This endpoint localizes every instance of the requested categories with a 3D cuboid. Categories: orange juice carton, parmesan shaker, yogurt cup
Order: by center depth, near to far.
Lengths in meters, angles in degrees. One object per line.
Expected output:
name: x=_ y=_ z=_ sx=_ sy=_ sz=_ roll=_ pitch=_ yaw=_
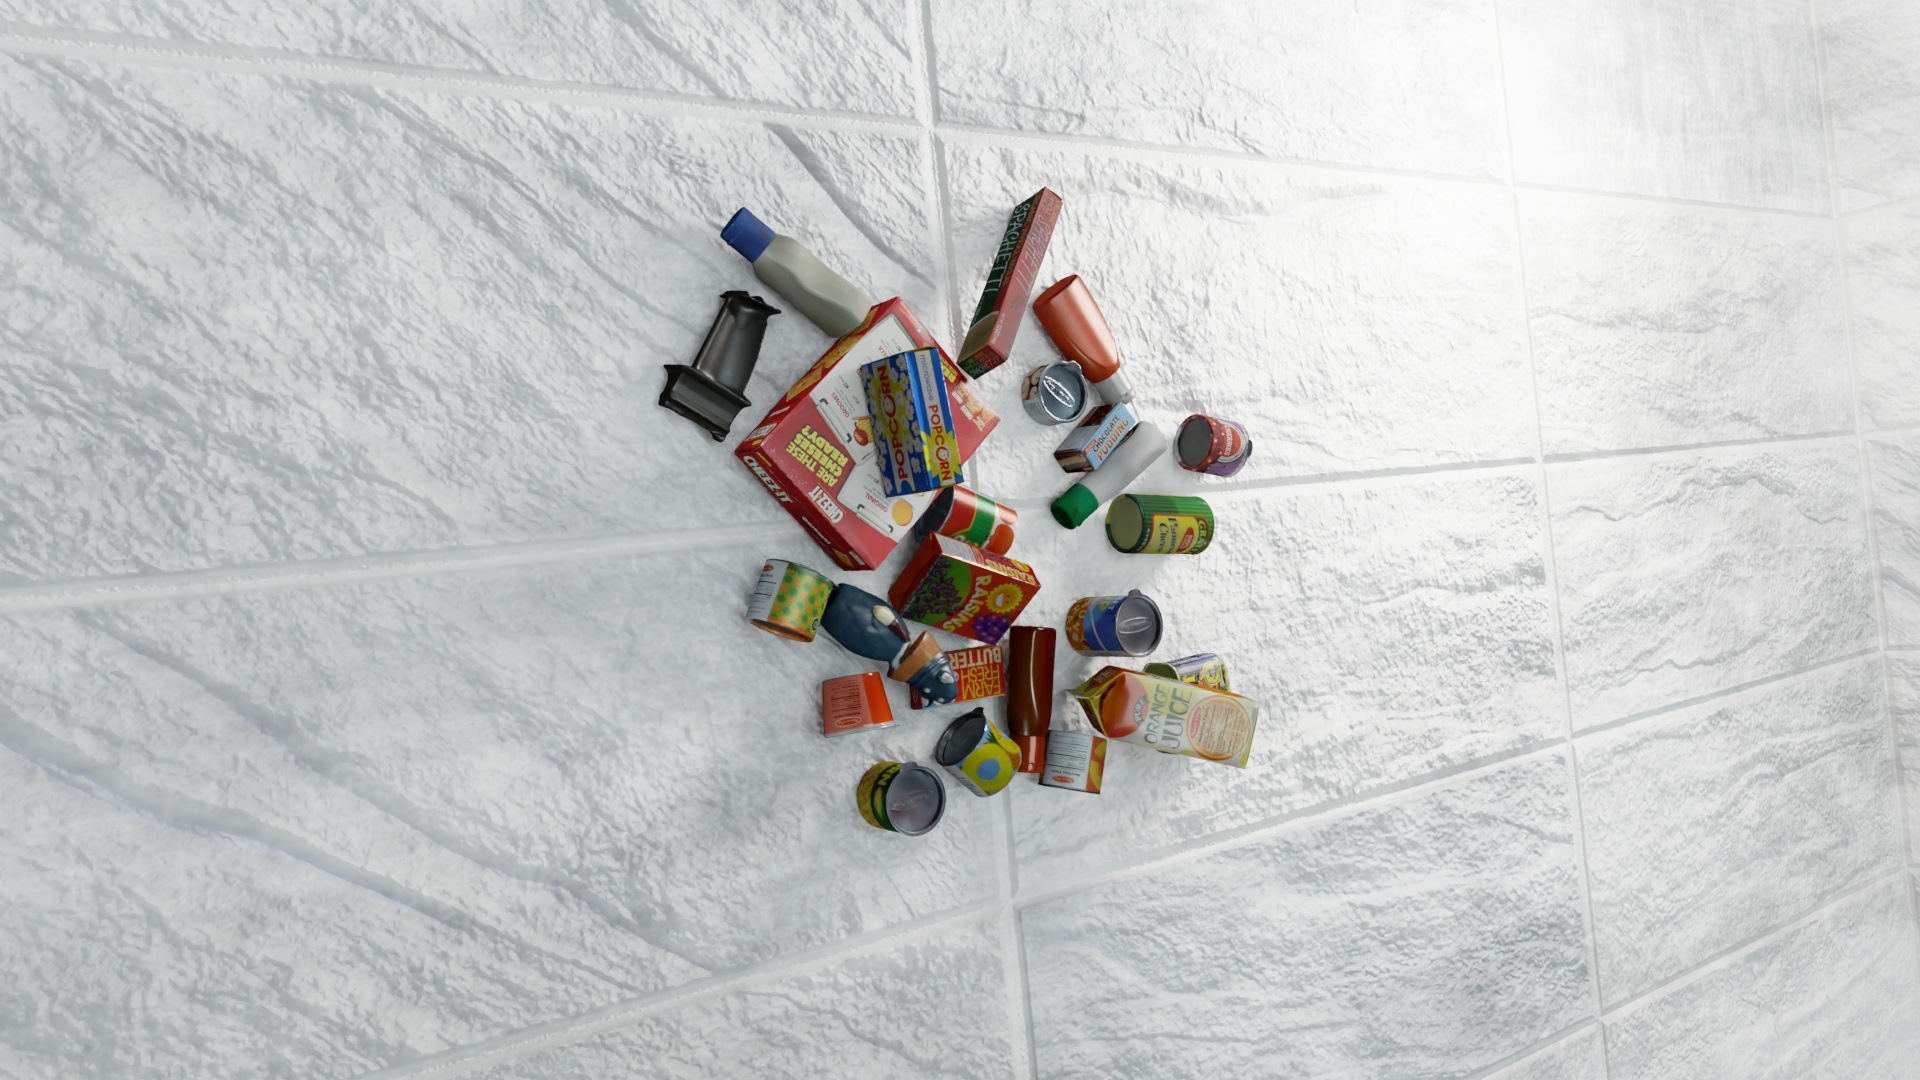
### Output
yogurt cup: x=-0.098 y=0.154 z=1.301 sx=0.072 sy=0.072 sz=0.054 roll=-5 pitch=81 yaw=-34
orange juice carton: x=0.206 y=0.180 z=1.455 sx=0.193 sy=0.072 sz=0.073 roll=13 pitch=90 yaw=-6
parmesan shaker: x=0.218 y=-0.015 z=1.530 sx=0.103 sy=0.071 sz=0.071 roll=1 pitch=86 yaw=-34

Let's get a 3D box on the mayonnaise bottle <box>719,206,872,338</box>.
mayonnaise bottle: x=-0.155 y=-0.250 z=1.297 sx=0.148 sy=0.064 sz=0.041 roll=38 pitch=64 yaw=-22

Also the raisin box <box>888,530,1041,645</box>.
raisin box: x=0.004 y=0.049 z=1.366 sx=0.123 sy=0.040 sz=0.085 roll=19 pitch=118 yaw=-32

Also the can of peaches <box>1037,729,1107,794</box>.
can of peaches: x=0.117 y=0.230 z=1.441 sx=0.071 sy=0.071 sz=0.058 roll=16 pitch=77 yaw=-32

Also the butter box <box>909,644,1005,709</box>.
butter box: x=-0.004 y=0.136 z=1.389 sx=0.104 sy=0.024 sz=0.053 roll=-6 pitch=90 yaw=-34

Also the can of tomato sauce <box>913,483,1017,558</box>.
can of tomato sauce: x=0.005 y=-0.017 z=1.383 sx=0.083 sy=0.071 sz=0.071 roll=23 pitch=74 yaw=-32

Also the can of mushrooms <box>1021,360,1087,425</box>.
can of mushrooms: x=0.101 y=-0.158 z=1.479 sx=0.071 sy=0.033 sz=0.071 roll=3 pitch=84 yaw=-33

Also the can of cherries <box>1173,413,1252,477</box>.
can of cherries: x=0.287 y=-0.108 z=1.578 sx=0.058 sy=0.071 sz=0.071 roll=9 pitch=82 yaw=-33

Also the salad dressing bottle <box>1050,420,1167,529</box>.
salad dressing bottle: x=0.160 y=-0.070 z=1.498 sx=0.148 sy=0.064 sz=0.044 roll=-41 pitch=86 yaw=-22

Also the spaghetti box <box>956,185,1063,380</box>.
spaghetti box: x=0.052 y=-0.265 z=1.404 sx=0.028 sy=0.050 sz=0.251 roll=38 pitch=49 yaw=-25

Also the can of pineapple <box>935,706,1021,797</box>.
can of pineapple: x=0.019 y=0.210 z=1.373 sx=0.057 sy=0.071 sz=0.071 roll=45 pitch=64 yaw=-25

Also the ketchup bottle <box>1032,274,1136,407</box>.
ketchup bottle: x=0.139 y=-0.211 z=1.503 sx=0.065 sy=0.043 sz=0.148 roll=-44 pitch=110 yaw=-28

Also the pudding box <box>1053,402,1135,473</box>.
pudding box: x=0.145 y=-0.111 z=1.495 sx=0.084 sy=0.049 sz=0.030 roll=-49 pitch=114 yaw=-27

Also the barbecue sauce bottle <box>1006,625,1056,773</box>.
barbecue sauce bottle: x=0.071 y=0.162 z=1.422 sx=0.065 sy=0.043 sz=0.148 roll=13 pitch=79 yaw=-64

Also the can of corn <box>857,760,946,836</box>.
can of corn: x=-0.058 y=0.243 z=1.323 sx=0.071 sy=0.058 sz=0.071 roll=3 pitch=85 yaw=-34

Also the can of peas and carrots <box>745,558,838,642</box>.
can of peas and carrots: x=-0.154 y=0.056 z=1.268 sx=0.071 sy=0.071 sz=0.059 roll=28 pitch=73 yaw=-30

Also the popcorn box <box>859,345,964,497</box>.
popcorn box: x=-0.045 y=-0.106 z=1.257 sx=0.038 sy=0.085 sz=0.126 roll=-13 pitch=94 yaw=-33

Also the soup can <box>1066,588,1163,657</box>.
soup can: x=0.162 y=0.088 z=1.470 sx=0.071 sy=0.083 sz=0.071 roll=3 pitch=85 yaw=-34
